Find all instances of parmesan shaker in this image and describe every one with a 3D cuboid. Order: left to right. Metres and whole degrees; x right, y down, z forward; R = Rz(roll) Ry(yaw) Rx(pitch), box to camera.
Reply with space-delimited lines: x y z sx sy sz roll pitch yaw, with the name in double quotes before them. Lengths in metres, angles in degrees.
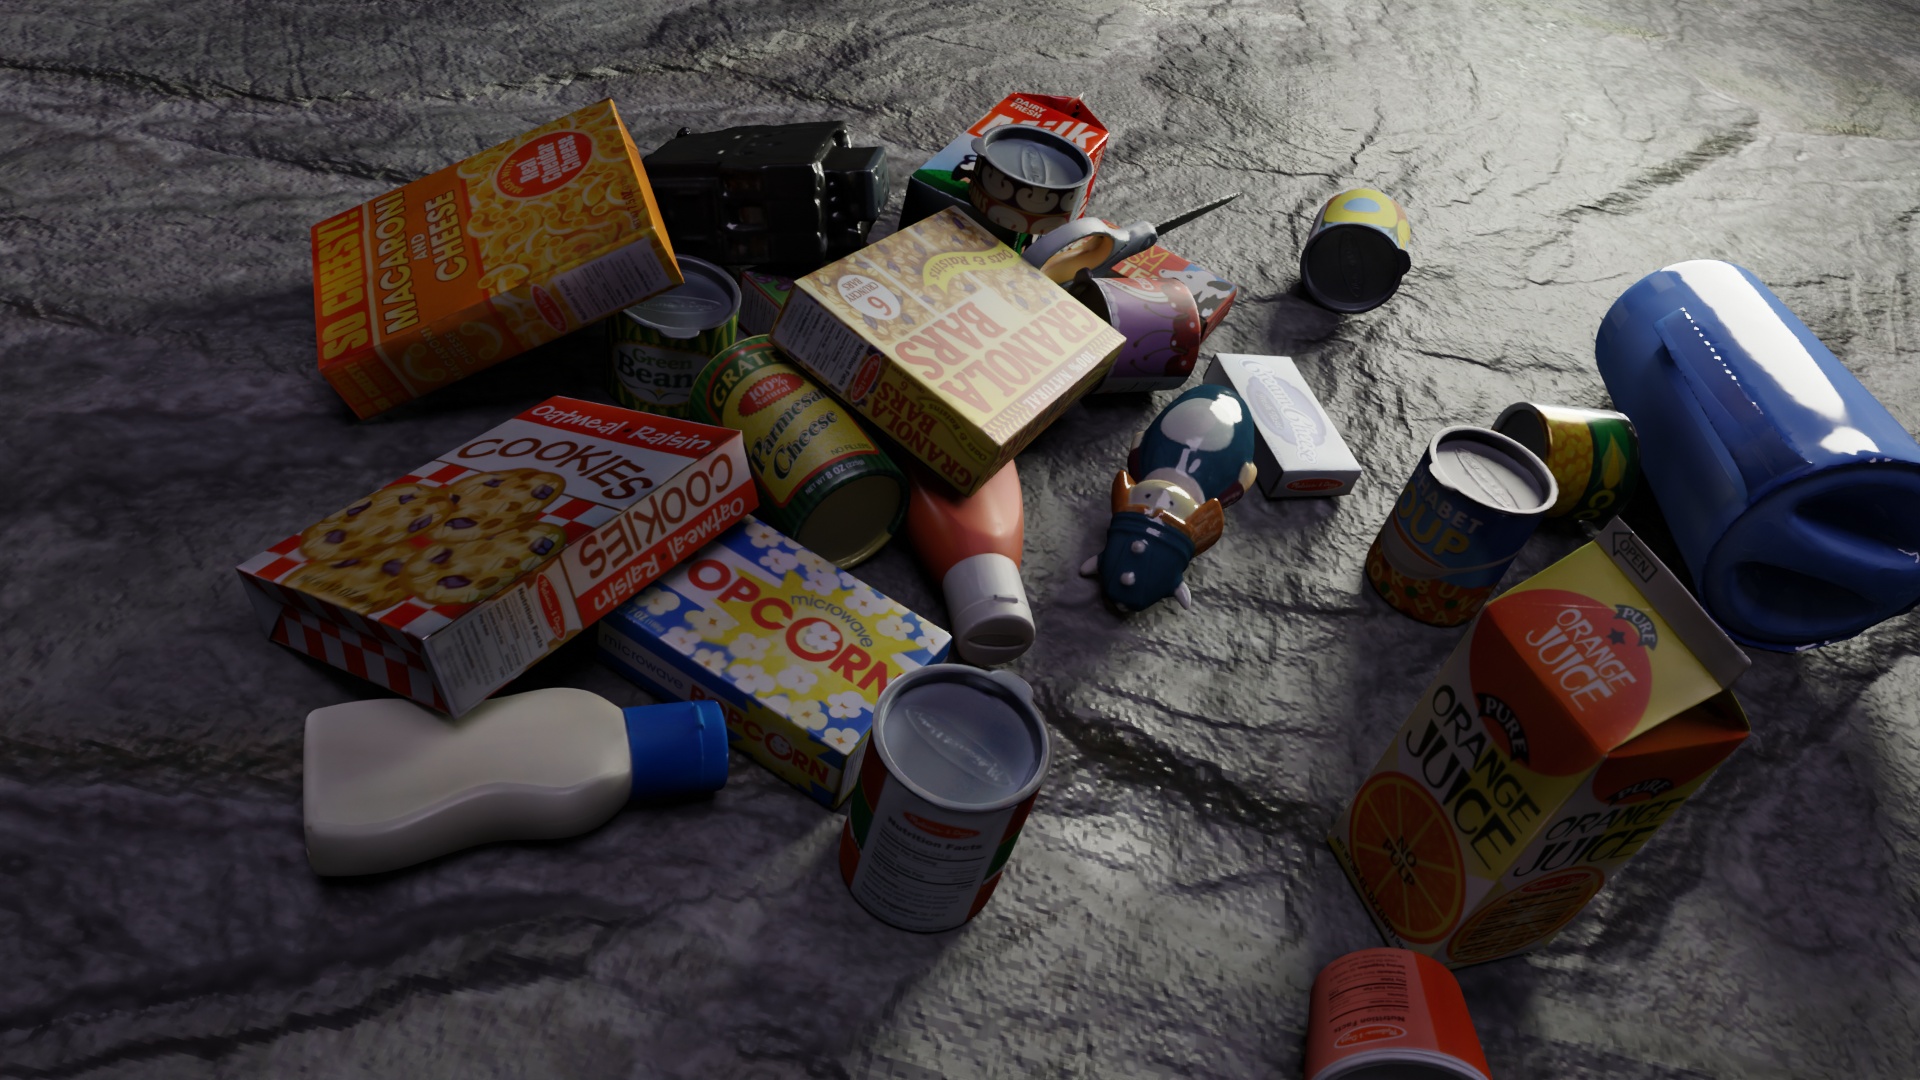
"parmesan shaker" -0.075 -0.043 0.662 0.071 0.071 0.103 -18 53 -32

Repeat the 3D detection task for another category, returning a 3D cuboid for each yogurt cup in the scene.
"yogurt cup" 0.156 0.185 0.501 0.072 0.072 0.054 16 34 -1

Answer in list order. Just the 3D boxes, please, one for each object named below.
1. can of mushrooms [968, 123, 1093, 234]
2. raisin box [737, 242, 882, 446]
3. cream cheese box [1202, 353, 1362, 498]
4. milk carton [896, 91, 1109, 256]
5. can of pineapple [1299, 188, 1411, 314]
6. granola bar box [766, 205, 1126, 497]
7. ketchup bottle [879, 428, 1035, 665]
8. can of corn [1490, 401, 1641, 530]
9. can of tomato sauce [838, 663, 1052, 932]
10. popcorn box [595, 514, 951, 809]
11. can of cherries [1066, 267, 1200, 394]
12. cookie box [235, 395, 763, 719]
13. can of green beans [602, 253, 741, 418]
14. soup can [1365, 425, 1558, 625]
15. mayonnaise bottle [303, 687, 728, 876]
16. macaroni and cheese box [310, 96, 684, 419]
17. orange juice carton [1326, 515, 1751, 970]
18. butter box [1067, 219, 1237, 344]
"can of mushrooms" 0.037 -0.205 0.787 0.071 0.033 0.071 9 45 -9
"raisin box" -0.052 -0.111 0.762 0.086 0.039 0.123 -24 57 -37
"cream cheese box" 0.184 -0.067 0.801 0.053 0.024 0.104 -1 45 -20
"milk carton" 0.035 -0.222 0.881 0.073 0.072 0.191 27 43 10
"can of pineapple" 0.266 -0.193 0.928 0.071 0.070 0.058 22 43 6
"granola bar box" -0.001 -0.101 0.699 0.124 0.038 0.166 39 36 7
"ketchup bottle" 0.002 -0.008 0.668 0.065 0.043 0.149 6 43 -21
"can of corn" 0.344 -0.043 0.798 0.058 0.070 0.071 5 44 -12
"can of tomato sauce" -0.007 0.097 0.526 0.071 0.082 0.071 9 43 -9
"popcorn box" -0.079 0.045 0.590 0.127 0.038 0.085 30 43 14
"can of cherries" 0.096 -0.120 0.795 0.058 0.071 0.072 -5 47 -22
"cookie box" -0.184 -0.002 0.575 0.123 0.040 0.168 13 36 33
"can of green beans" -0.148 -0.104 0.710 0.071 0.057 0.071 9 43 -8
"soup can" 0.254 -0.007 0.716 0.071 0.083 0.072 9 43 -8
"mayonnaise bottle" -0.164 0.085 0.521 0.148 0.041 0.065 -3 43 -22
"macaroni and cheese box" -0.231 -0.141 0.685 0.166 0.040 0.124 -24 50 -2
"orange juice carton" 0.223 0.083 0.533 0.073 0.191 0.072 -4 46 -23
"butter box" 0.119 -0.165 0.883 0.103 0.024 0.053 30 45 14
